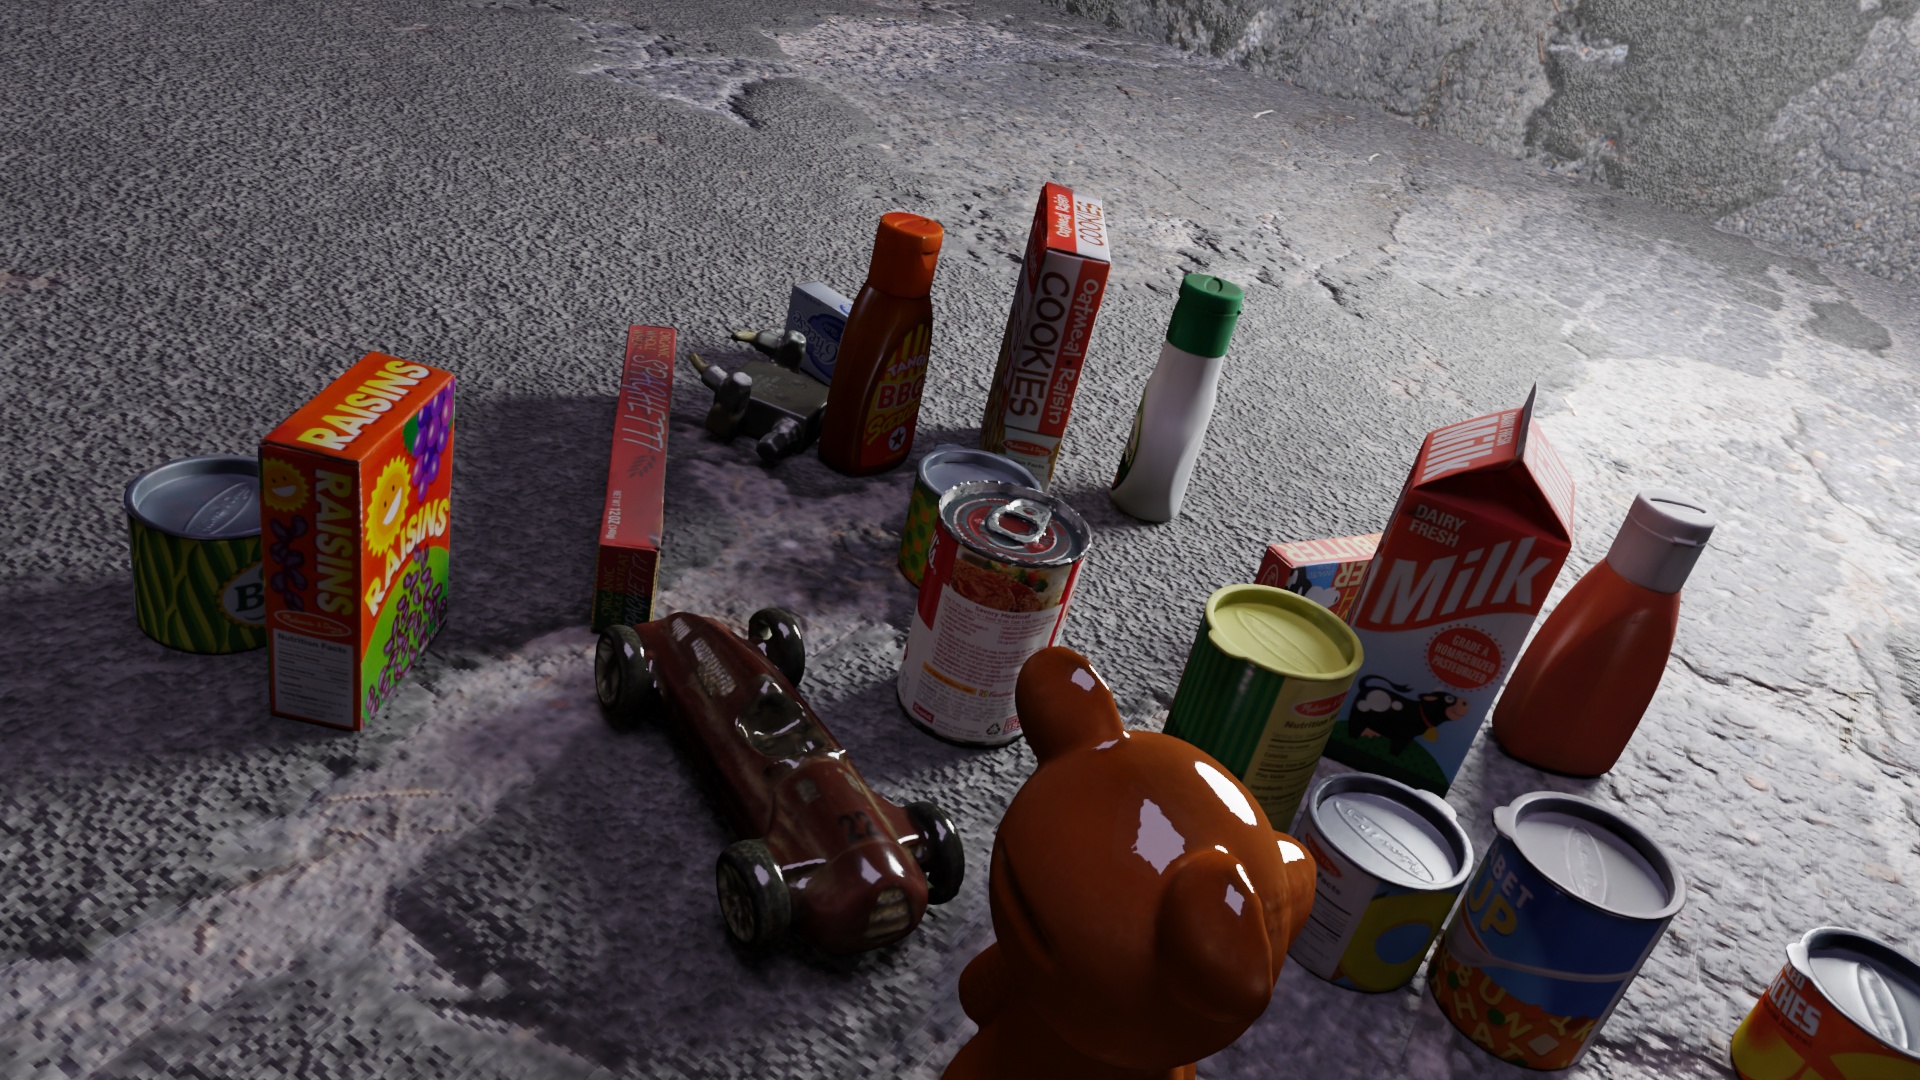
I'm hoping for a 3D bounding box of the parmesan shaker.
[{"bbox_3d":[0.118,0.079,0.588,0.071,0.102,0.071,11,30,-6],"label":"parmesan shaker"}]

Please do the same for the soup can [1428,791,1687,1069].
[{"bbox_3d":[0.224,0.149,0.534,0.071,0.083,0.072,11,30,-6],"label":"soup can"}]

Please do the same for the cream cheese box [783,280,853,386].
[{"bbox_3d":[-0.072,-0.124,0.902,0.104,0.053,0.024,34,35,31],"label":"cream cheese box"}]

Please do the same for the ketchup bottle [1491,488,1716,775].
[{"bbox_3d":[0.320,0.047,0.685,0.065,0.148,0.044,12,29,-4],"label":"ketchup bottle"}]

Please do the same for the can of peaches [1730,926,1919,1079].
[{"bbox_3d":[0.341,0.193,0.535,0.071,0.057,0.071,11,30,-6],"label":"can of peaches"}]

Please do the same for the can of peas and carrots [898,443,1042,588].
[{"bbox_3d":[0.003,-0.009,0.733,0.071,0.058,0.071,11,30,-6],"label":"can of peas and carrots"}]

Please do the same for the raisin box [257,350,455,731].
[{"bbox_3d":[-0.236,-0.001,0.550,0.040,0.122,0.086,14,29,-1],"label":"raisin box"}]

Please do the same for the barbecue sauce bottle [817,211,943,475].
[{"bbox_3d":[-0.043,-0.113,0.800,0.044,0.147,0.065,30,33,26],"label":"barbecue sauce bottle"}]

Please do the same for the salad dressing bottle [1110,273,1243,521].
[{"bbox_3d":[0.129,-0.084,0.826,0.044,0.147,0.064,18,30,7],"label":"salad dressing bottle"}]

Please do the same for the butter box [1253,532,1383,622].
[{"bbox_3d":[0.205,0.026,0.767,0.104,0.052,0.024,-6,35,-31],"label":"butter box"}]

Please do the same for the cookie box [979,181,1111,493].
[{"bbox_3d":[0.046,-0.110,0.815,0.040,0.166,0.123,12,29,-4],"label":"cookie box"}]

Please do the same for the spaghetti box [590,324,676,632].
[{"bbox_3d":[-0.168,-0.042,0.724,0.029,0.050,0.251,6,30,-14],"label":"spaghetti box"}]

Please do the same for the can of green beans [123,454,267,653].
[{"bbox_3d":[-0.306,0.005,0.576,0.071,0.057,0.071,11,30,-6],"label":"can of green beans"}]

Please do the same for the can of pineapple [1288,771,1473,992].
[{"bbox_3d":[0.164,0.136,0.556,0.071,0.057,0.071,11,30,-6],"label":"can of pineapple"}]

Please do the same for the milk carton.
[{"bbox_3d":[0.229,0.020,0.648,0.073,0.189,0.073,22,30,14],"label":"milk carton"}]
